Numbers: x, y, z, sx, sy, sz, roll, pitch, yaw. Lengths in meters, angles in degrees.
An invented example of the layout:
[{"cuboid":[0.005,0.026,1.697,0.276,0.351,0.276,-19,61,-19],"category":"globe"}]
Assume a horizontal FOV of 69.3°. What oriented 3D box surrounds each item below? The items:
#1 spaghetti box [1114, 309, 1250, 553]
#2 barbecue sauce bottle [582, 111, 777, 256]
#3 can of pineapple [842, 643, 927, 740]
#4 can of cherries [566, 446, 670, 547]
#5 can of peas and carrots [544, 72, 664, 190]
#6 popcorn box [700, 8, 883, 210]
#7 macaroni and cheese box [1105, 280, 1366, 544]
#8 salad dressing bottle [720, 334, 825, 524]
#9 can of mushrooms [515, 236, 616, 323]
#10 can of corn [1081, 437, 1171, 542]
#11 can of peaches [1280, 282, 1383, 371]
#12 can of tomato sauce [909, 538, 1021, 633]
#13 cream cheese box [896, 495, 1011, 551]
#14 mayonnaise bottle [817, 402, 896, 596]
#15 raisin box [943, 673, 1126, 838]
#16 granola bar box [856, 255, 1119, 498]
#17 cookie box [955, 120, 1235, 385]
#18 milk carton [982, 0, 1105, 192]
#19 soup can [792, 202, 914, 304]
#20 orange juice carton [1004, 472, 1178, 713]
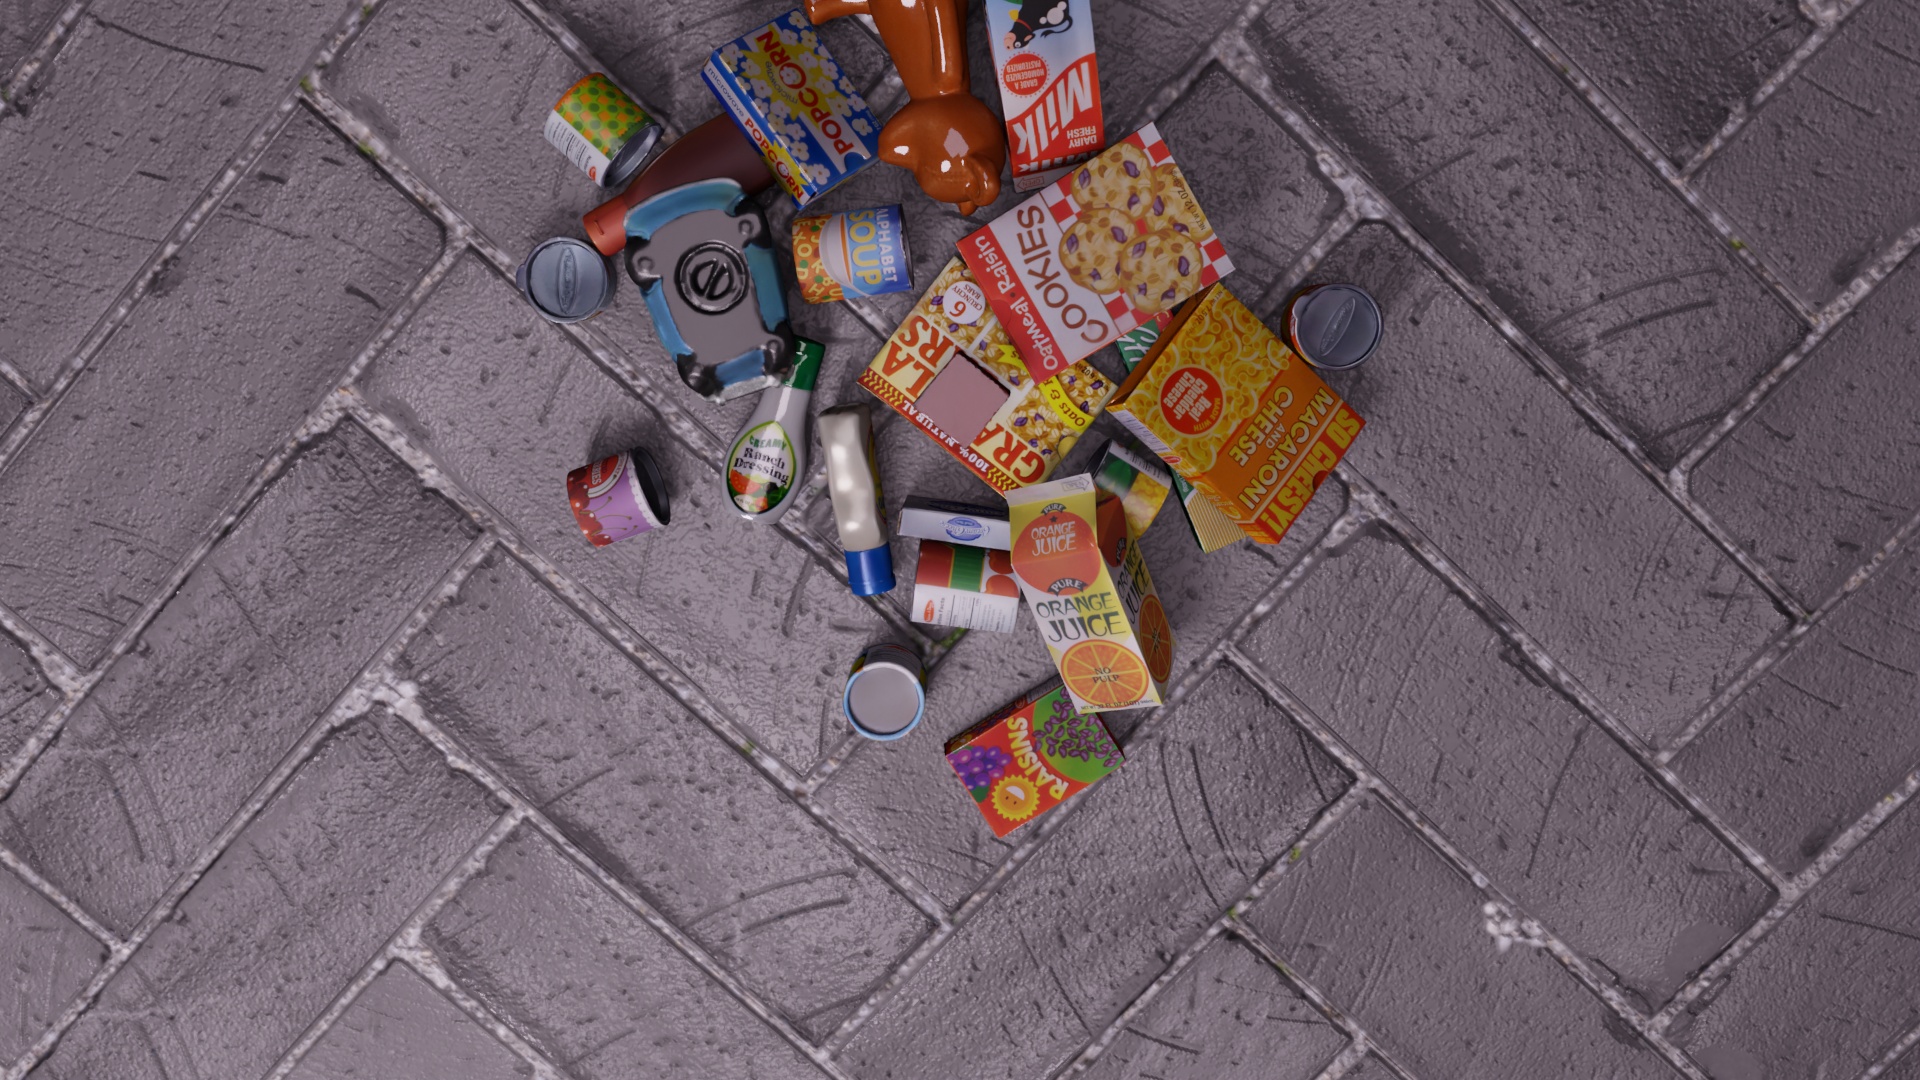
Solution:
[{"cuboid":[0.166,-0.111,1.091,0.050,0.029,0.249,-23,98,3],"category":"spaghetti box"},{"cuboid":[-0.217,-0.269,1.064,0.148,0.044,0.065,-28,94,5],"category":"barbecue sauce bottle"},{"cuboid":[-0.060,0.123,1.116,0.071,0.058,0.071,0,99,1],"category":"can of pineapple"},{"cuboid":[-0.269,-0.036,1.088,0.058,0.071,0.071,-19,99,5],"category":"can of cherries"},{"cuboid":[-0.268,-0.310,1.048,0.058,0.071,0.071,42,97,-5],"category":"can of peas and carrots"},{"cuboid":[-0.121,-0.322,1.036,0.085,0.038,0.126,-40,98,-31],"category":"popcorn box"},{"cuboid":[0.212,-0.095,1.060,0.166,0.040,0.124,40,81,-13],"category":"macaroni and cheese box"},{"cuboid":[-0.145,-0.088,1.091,0.064,0.044,0.147,18,99,-1],"category":"salad dressing bottle"},{"cuboid":[-0.306,-0.203,1.080,0.071,0.033,0.071,0,100,1],"category":"can of mushrooms"},{"cuboid":[0.122,-0.035,1.084,0.058,0.071,0.071,31,98,-5],"category":"can of corn"},{"cuboid":[0.282,-0.166,1.066,0.071,0.058,0.071,0,100,1],"category":"can of peaches"},{"cuboid":[0.005,0.035,1.098,0.083,0.071,0.071,7,99,-1],"category":"can of tomato sauce"},{"cuboid":[0.004,-0.014,1.096,0.104,0.053,0.024,8,104,0],"category":"cream cheese box"},{"cuboid":[-0.080,-0.032,1.092,0.041,0.065,0.147,-8,103,5],"category":"mayonnaise bottle"},{"cuboid":[0.060,0.173,1.132,0.123,0.040,0.086,-32,98,4],"category":"raisin box"},{"cuboid":[0.022,-0.123,1.085,0.165,0.039,0.124,38,98,-5],"category":"granola bar box"},{"cuboid":[0.098,-0.209,1.024,0.167,0.040,0.123,-30,94,10],"category":"cookie box"},{"cuboid":[0.060,-0.343,1.010,0.072,0.074,0.189,-11,133,3],"category":"milk carton"},{"cuboid":[-0.081,-0.218,1.055,0.084,0.071,0.071,-8,99,2],"category":"soup can"},{"cuboid":[0.098,0.035,1.054,0.071,0.073,0.192,-10,120,27],"category":"orange juice carton"}]
